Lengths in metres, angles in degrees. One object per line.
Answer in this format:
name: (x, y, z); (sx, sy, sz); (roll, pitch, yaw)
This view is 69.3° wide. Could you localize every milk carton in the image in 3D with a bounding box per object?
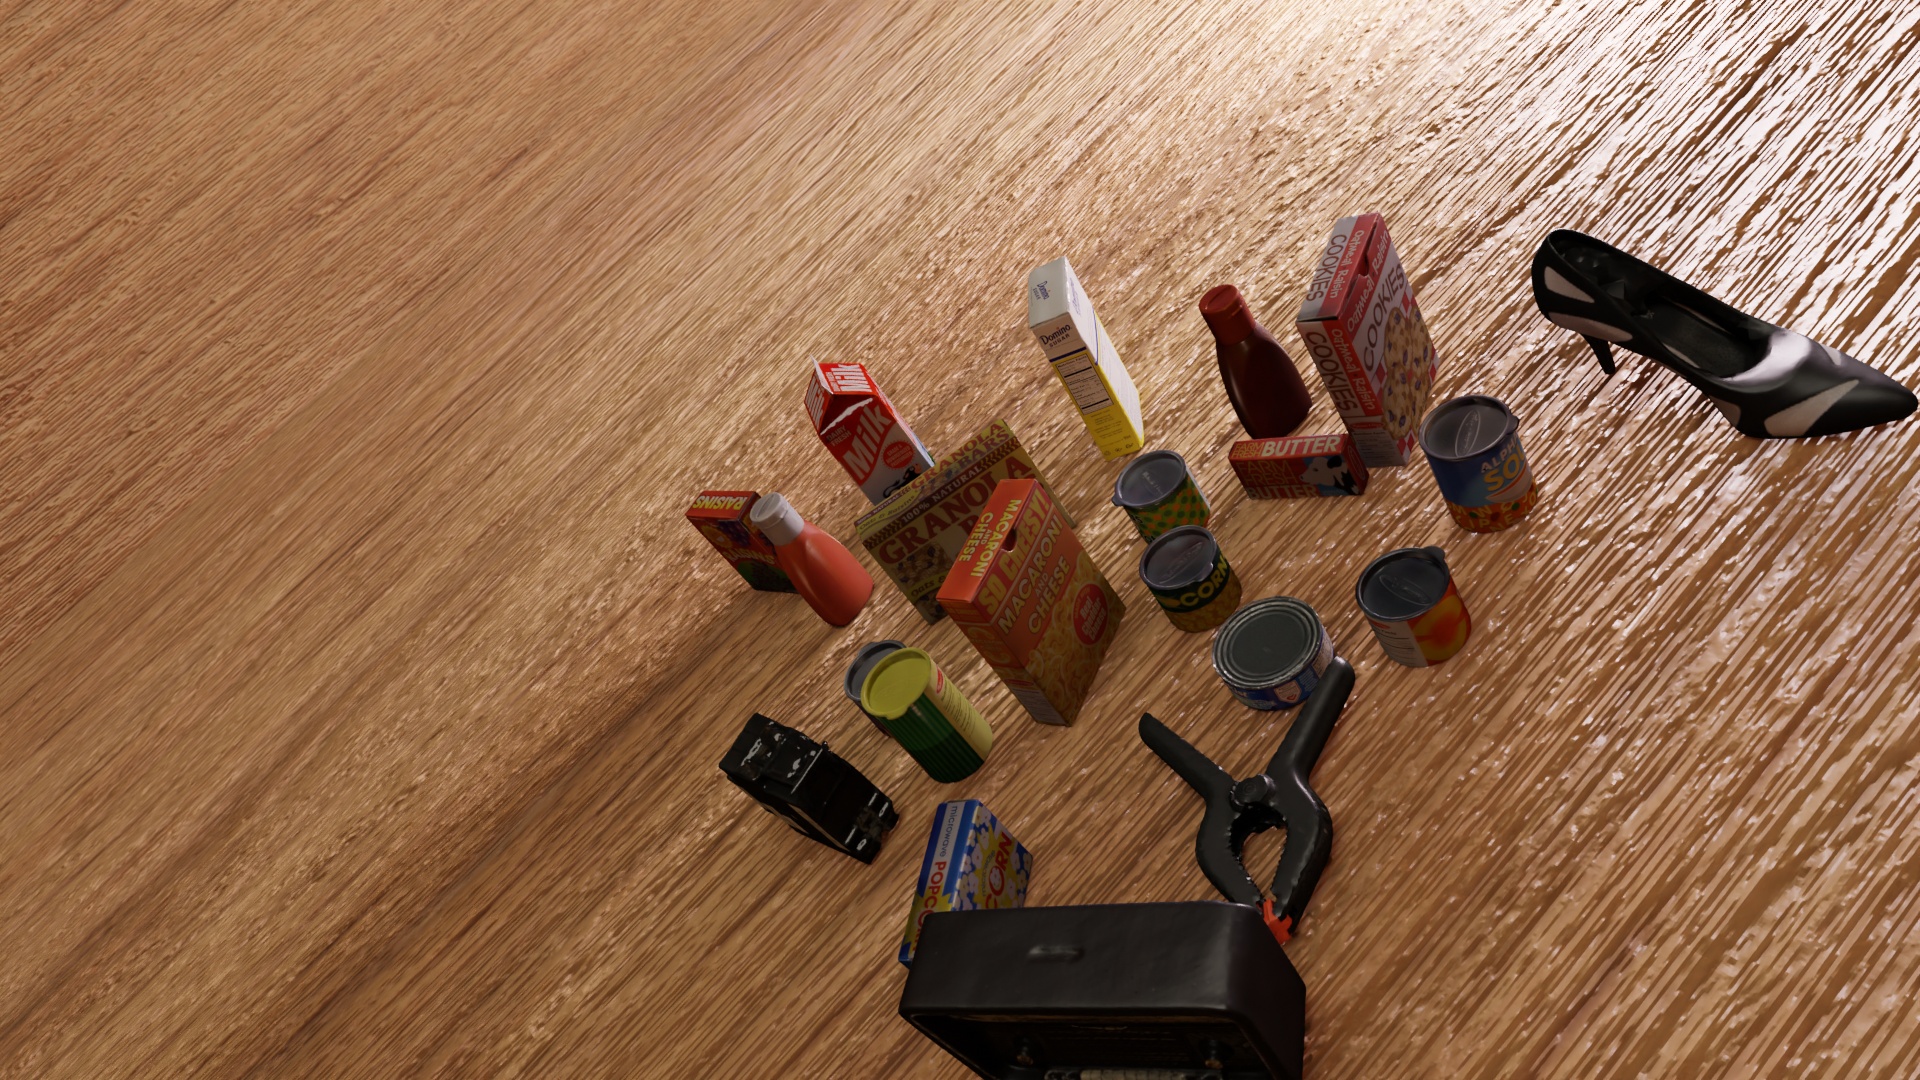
milk carton: (-0.091, -0.104, 1.380); (0.073, 0.190, 0.072); (-34, 36, 5)

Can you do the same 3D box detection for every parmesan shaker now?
parmesan shaker: (-0.026, 0.146, 1.129); (0.071, 0.102, 0.072); (-22, 39, 19)

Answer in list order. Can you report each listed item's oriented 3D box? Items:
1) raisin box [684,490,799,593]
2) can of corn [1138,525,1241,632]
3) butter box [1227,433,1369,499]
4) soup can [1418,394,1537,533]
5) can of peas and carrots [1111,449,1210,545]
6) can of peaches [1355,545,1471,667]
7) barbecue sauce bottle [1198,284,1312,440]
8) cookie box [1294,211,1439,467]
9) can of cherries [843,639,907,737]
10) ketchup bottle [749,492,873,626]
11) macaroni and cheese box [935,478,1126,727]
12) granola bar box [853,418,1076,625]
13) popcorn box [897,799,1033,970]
raisin box: (-0.211, 0.002, 1.420); (0.086, 0.123, 0.040); (3, 52, 42)
can of corn: (0.187, 0.032, 1.116); (0.071, 0.058, 0.071); (-22, 39, 19)
butter box: (0.278, -0.060, 1.146); (0.103, 0.053, 0.024); (-1, 49, 39)
soup can: (0.386, -0.056, 1.027); (0.071, 0.083, 0.072); (-22, 39, 19)
can of peas and carrots: (0.173, -0.033, 1.198); (0.071, 0.058, 0.071); (-22, 39, 19)
can of peaches: (0.324, 0.046, 0.988); (0.071, 0.058, 0.071); (-22, 39, 19)
barbecue sauce bottle: (0.249, -0.153, 1.190); (0.065, 0.148, 0.044); (-43, 37, -8)
cookie box: (0.331, -0.159, 1.114); (0.040, 0.167, 0.123); (-1, 49, 39)
can of cherries: (-0.059, 0.128, 1.213); (0.071, 0.058, 0.072); (-22, 39, 19)
ketchup bottle: (-0.144, 0.015, 1.329); (0.043, 0.148, 0.065); (4, 53, 42)
macaroni and cheese box: (0.061, 0.050, 1.108); (0.040, 0.166, 0.124); (1, 51, 40)
granola bar box: (0.005, -0.016, 1.262); (0.165, 0.124, 0.039); (-35, 36, 3)
popcorn box: (0.006, 0.261, 0.993); (0.038, 0.085, 0.127); (-12, 43, 30)
